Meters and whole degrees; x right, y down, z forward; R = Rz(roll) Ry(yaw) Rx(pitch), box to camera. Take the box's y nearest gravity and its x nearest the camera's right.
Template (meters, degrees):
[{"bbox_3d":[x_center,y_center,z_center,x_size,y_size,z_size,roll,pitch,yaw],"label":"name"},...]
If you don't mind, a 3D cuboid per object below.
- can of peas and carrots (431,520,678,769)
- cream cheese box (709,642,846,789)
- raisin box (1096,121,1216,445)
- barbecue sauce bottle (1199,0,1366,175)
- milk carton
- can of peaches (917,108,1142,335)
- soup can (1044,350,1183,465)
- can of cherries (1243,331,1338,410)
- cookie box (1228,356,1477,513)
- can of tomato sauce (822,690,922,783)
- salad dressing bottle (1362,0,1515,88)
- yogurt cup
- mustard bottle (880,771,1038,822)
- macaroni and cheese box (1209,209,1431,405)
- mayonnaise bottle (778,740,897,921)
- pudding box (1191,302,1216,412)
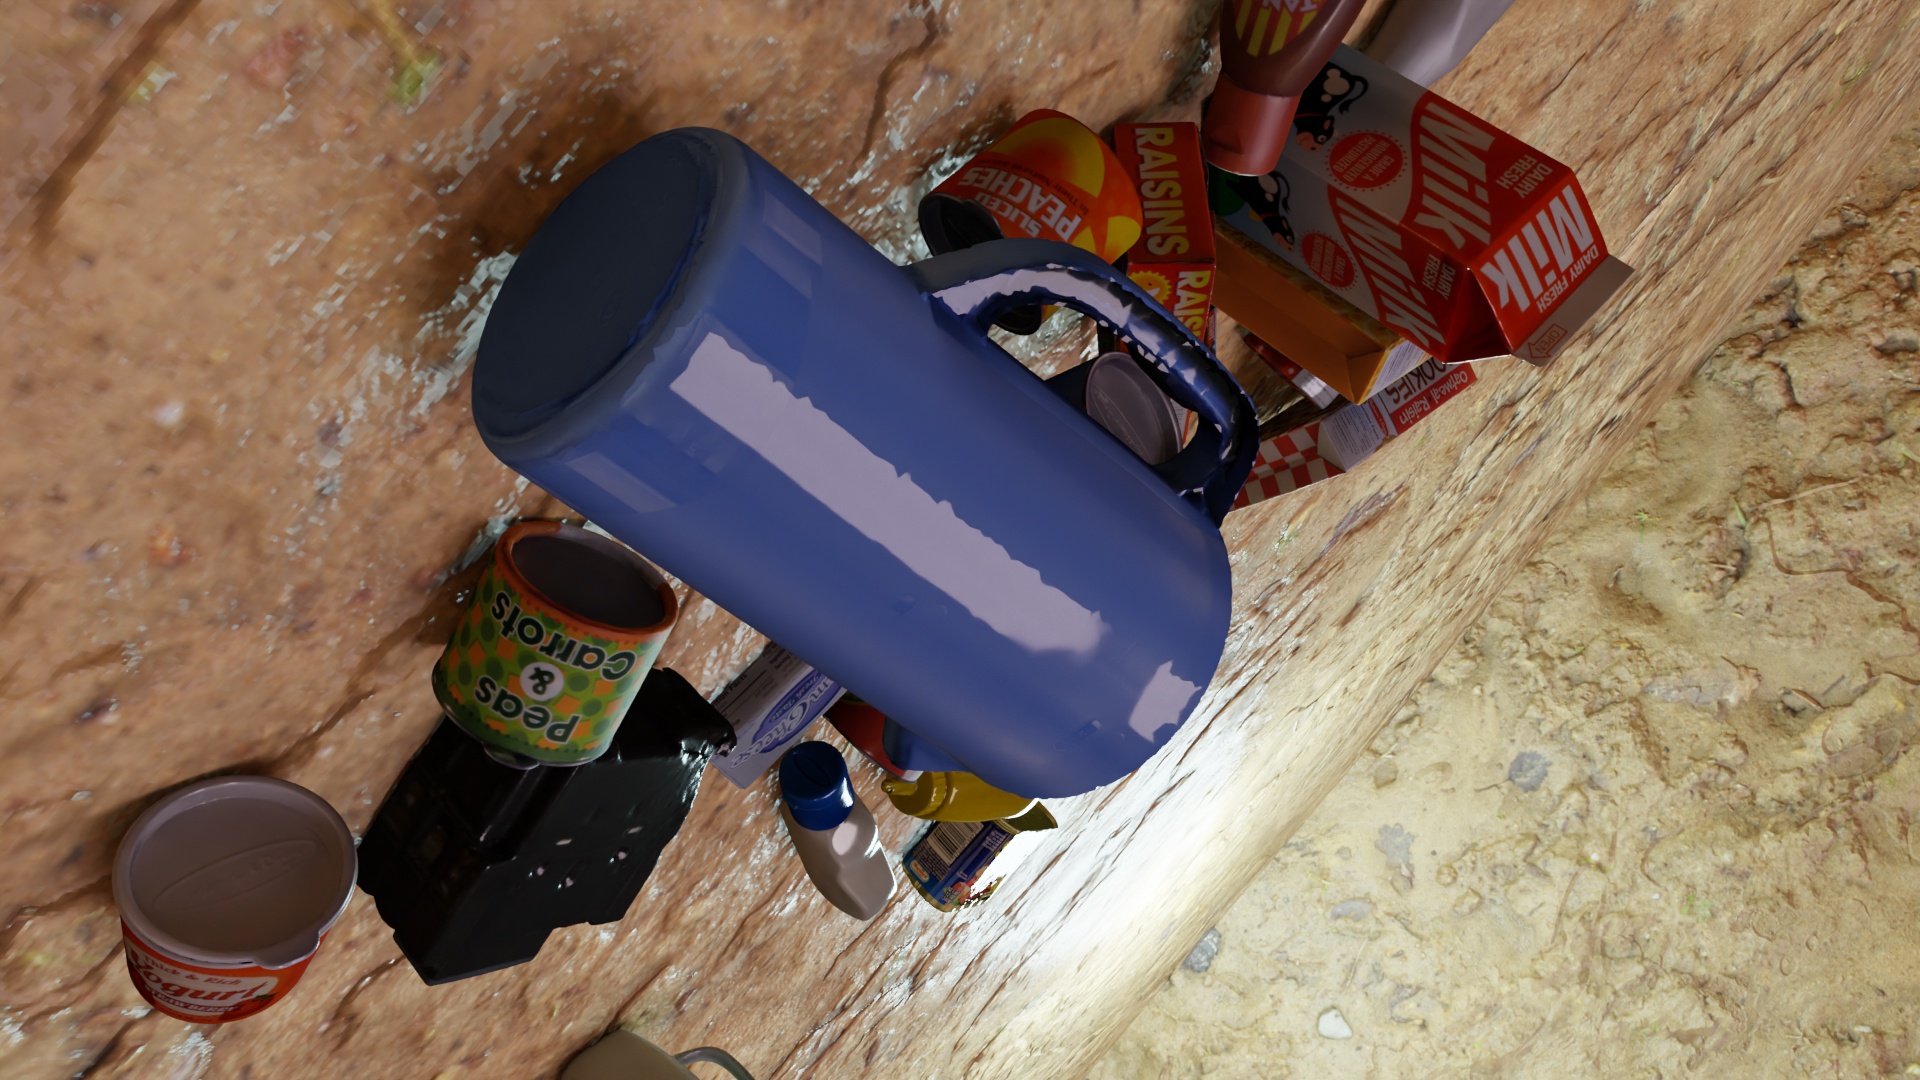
[{"bbox_3d":[-0.139,0.035,0.477,0.071,0.071,0.058,-1,126,-59],"label":"can of peas and carrots"},{"bbox_3d":[-0.084,0.072,0.677,0.104,0.024,0.053,-44,156,-11],"label":"cream cheese box"},{"bbox_3d":[0.085,-0.111,0.621,0.040,0.086,0.122,-1,146,1],"label":"raisin box"},{"bbox_3d":[0.134,-0.223,0.564,0.044,0.065,0.147,-38,152,-41],"label":"barbecue sauce bottle"},{"bbox_3d":[0.205,-0.151,0.636,0.072,0.191,0.073,-43,154,-13],"label":"milk carton"},{"bbox_3d":[0.027,-0.123,0.530,0.058,0.071,0.071,-42,155,-16],"label":"can of peaches"},{"bbox_3d":[0.044,-0.038,0.599,0.083,0.071,0.071,-20,178,41],"label":"soup can"},{"bbox_3d":[0.214,-0.123,0.844,0.058,0.071,0.071,-49,156,12],"label":"can of cherries"},{"bbox_3d":[0.248,-0.077,0.928,0.168,0.040,0.122,-30,-176,-36],"label":"cookie box"},{"bbox_3d":[-0.025,0.074,0.732,0.083,0.071,0.071,-50,156,2],"label":"can of tomato sauce"},{"bbox_3d":[0.238,-0.259,0.718,0.147,0.044,0.064,-48,158,1],"label":"salad dressing bottle"},{"bbox_3d":[-0.234,0.117,0.445,0.073,0.072,0.053,-20,151,-47],"label":"yogurt cup"},{"bbox_3d":[-0.003,0.149,0.881,0.160,0.065,0.048,5,117,-54],"label":"mustard bottle"},{"bbox_3d":[0.213,-0.147,0.738,0.167,0.124,0.040,-30,150,-37],"label":"macaroni and cheese box"},{"bbox_3d":[-0.072,0.163,0.786,0.041,0.065,0.147,-42,151,-23],"label":"mayonnaise bottle"},{"bbox_3d":[0.114,-0.097,0.758,0.050,0.030,0.083,-44,155,-13],"label":"pudding box"}]
